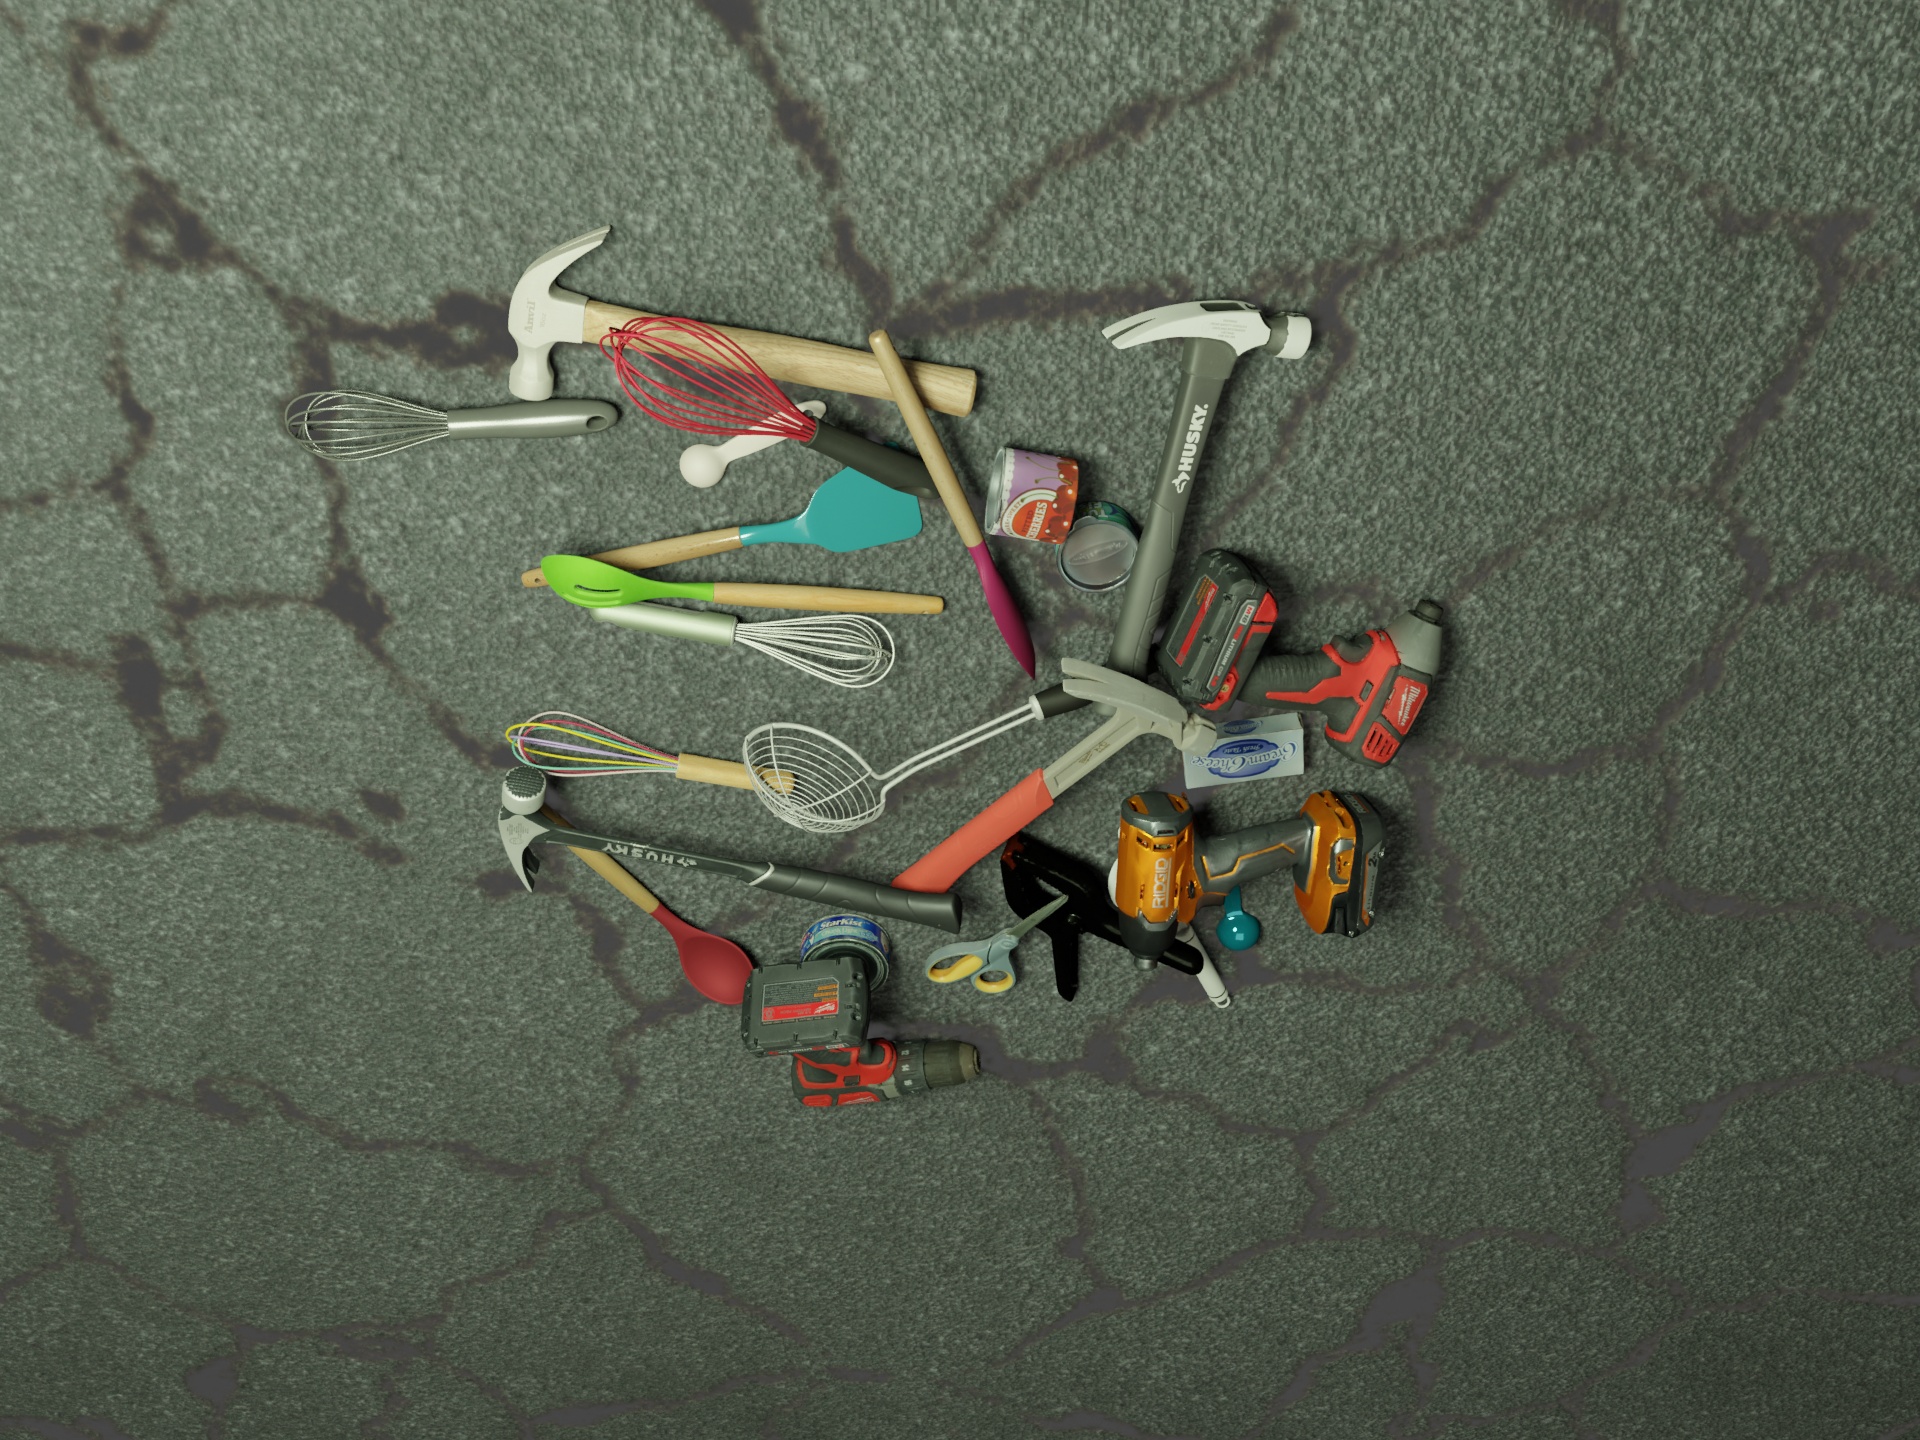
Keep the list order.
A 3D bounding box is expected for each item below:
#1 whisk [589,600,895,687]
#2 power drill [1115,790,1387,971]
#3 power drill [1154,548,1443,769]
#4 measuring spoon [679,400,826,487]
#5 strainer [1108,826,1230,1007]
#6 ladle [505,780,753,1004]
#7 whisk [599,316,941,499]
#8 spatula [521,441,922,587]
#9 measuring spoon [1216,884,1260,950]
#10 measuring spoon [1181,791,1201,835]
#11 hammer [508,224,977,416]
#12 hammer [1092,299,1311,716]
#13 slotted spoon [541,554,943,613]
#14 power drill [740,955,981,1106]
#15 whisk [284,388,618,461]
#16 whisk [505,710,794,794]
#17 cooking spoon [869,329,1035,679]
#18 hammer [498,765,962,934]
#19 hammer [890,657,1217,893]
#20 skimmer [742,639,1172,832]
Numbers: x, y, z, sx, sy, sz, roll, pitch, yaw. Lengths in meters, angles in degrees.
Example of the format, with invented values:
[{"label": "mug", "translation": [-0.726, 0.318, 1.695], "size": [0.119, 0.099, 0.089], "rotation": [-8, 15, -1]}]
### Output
[{"label": "whisk", "translation": [-0.174, -0.071, 1.276], "size": [0.246, 0.058, 0.059], "rotation": [10, 92, -5]}, {"label": "power drill", "translation": [0.246, 0.142, 1.391], "size": [0.226, 0.084, 0.164], "rotation": [-2, 113, -9]}, {"label": "power drill", "translation": [0.281, -0.054, 1.272], "size": [0.219, 0.079, 0.143], "rotation": [17, 110, -19]}, {"label": "measuring spoon", "translation": [-0.155, -0.206, 1.186], "size": [0.124, 0.018, 0.034], "rotation": [-24, 124, 14]}, {"label": "strainer", "translation": [0.208, 0.194, 1.487], "size": [0.087, 0.050, 0.258], "rotation": [-30, 127, 2]}, {"label": "ladle", "translation": [-0.299, 0.156, 1.451], "size": [0.069, 0.031, 0.315], "rotation": [-30, 120, 22]}, {"label": "whisk", "translation": [-0.122, -0.211, 1.120], "size": [0.295, 0.073, 0.073], "rotation": [18, 127, -40]}, {"label": "spatula", "translation": [-0.191, -0.142, 1.233], "size": [0.317, 0.044, 0.082], "rotation": [-9, 126, 11]}, {"label": "measuring spoon", "translation": [0.253, 0.171, 1.479], "size": [0.042, 0.021, 0.128], "rotation": [-13, 126, 8]}, {"label": "measuring spoon", "translation": [0.211, 0.108, 1.430], "size": [0.011, 0.021, 0.116], "rotation": [-23, 126, 0]}, {"label": "hammer", "translation": [-0.151, -0.266, 1.134], "size": [0.331, 0.031, 0.130], "rotation": [9, 127, -9]}, {"label": "hammer", "translation": [0.148, -0.149, 1.190], "size": [0.146, 0.035, 0.334], "rotation": [1, 122, -18]}, {"label": "slotted spoon", "translation": [-0.167, -0.099, 1.244], "size": [0.313, 0.031, 0.070], "rotation": [3, 160, -13]}, {"label": "power drill", "translation": [-0.093, 0.303, 1.501], "size": [0.188, 0.080, 0.226], "rotation": [-8, 147, 12]}, {"label": "whisk", "translation": [-0.370, -0.219, 1.157], "size": [0.239, 0.055, 0.055], "rotation": [-4, 127, -4]}, {"label": "whisk", "translation": [-0.261, 0.034, 1.350], "size": [0.245, 0.051, 0.047], "rotation": [10, 120, -13]}, {"label": "cooking spoon", "translation": [0.002, -0.154, 1.191], "size": [0.017, 0.069, 0.318], "rotation": [-19, 128, 12]}, {"label": "hammer", "translation": [-0.194, 0.133, 1.380], "size": [0.409, 0.036, 0.149], "rotation": [13, 141, -9]}, {"label": "hammer", "translation": [0.042, 0.069, 1.329], "size": [0.149, 0.037, 0.359], "rotation": [21, 139, -28]}, {"label": "skimmer", "translation": [-0.002, -0.004, 1.321], "size": [0.363, 0.090, 0.127], "rotation": [-24, 133, -2]}]
